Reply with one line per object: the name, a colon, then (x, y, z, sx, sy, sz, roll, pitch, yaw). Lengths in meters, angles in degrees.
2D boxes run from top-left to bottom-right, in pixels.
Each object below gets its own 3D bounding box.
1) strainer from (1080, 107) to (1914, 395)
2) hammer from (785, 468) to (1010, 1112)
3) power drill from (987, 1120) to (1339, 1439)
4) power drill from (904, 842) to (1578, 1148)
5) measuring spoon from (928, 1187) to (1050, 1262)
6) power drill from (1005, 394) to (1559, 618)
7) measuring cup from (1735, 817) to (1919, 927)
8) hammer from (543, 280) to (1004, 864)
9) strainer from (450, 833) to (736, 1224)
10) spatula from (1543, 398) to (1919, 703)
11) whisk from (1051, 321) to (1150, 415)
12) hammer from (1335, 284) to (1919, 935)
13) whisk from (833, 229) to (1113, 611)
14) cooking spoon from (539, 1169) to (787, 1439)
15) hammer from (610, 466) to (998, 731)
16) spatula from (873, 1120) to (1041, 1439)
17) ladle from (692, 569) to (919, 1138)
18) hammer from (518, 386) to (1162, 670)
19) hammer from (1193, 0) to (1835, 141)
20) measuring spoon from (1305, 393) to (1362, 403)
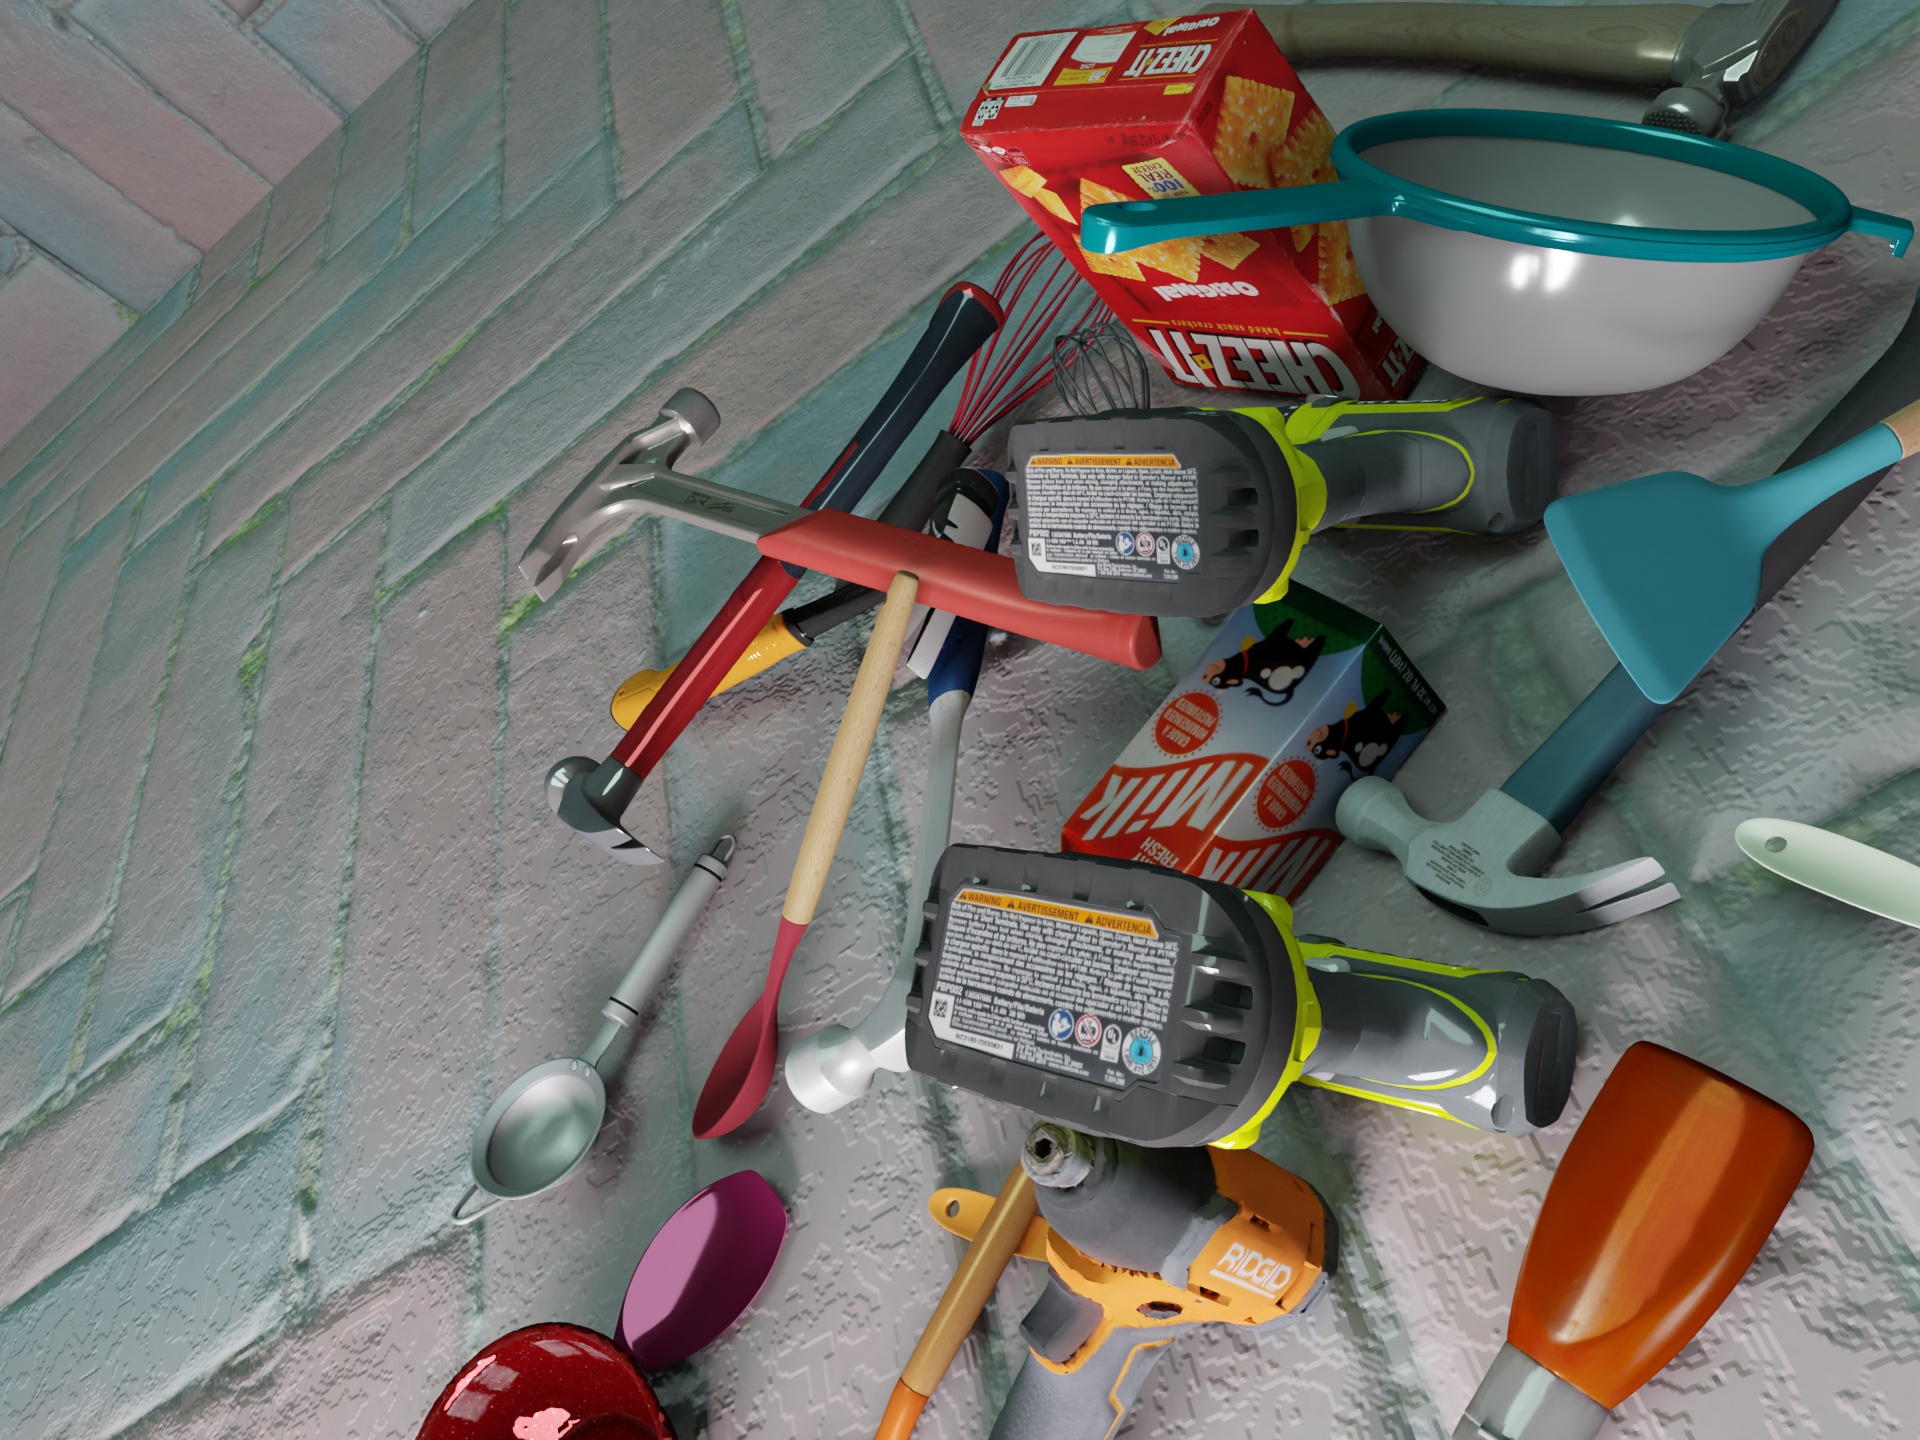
strainer: (0.203, -0.187, 0.676, 0.340, 0.095, 0.211, -11, 36, -20)
hammer: (-0.001, -0.003, 0.799, 0.144, 0.035, 0.406, -36, 30, 32)
power drill: (0.024, 0.236, 0.562, 0.226, 0.164, 0.084, -53, 43, -1)
power drill: (0.092, 0.099, 0.558, 0.171, 0.223, 0.080, 5, 82, 42)
measuring spoon: (0.028, 0.222, 0.687, 0.117, 0.011, 0.021, 2, 65, 46)
power drill: (0.128, -0.106, 0.708, 0.191, 0.228, 0.080, 10, 109, 45)
measuring cup: (0.330, 0.073, 0.508, 0.083, 0.038, 0.168, -54, 39, -4)
hammer: (-0.090, -0.090, 0.888, 0.386, 0.038, 0.143, -54, 27, -9)
strainer: (-0.195, 0.173, 0.898, 0.087, 0.050, 0.258, 13, 64, 40)
spatula: (0.365, -0.114, 0.573, 0.317, 0.044, 0.082, -29, 85, 5)
whisk: (0.099, -0.142, 0.873, 0.055, 0.055, 0.239, -33, 48, 19)
hammer: (0.300, -0.050, 0.630, 0.331, 0.033, 0.128, -49, 40, 1)
whisk: (0.009, -0.189, 0.980, 0.296, 0.073, 0.073, -56, 40, 2)
cooking spoon: (-0.194, 0.351, 0.779, 0.319, 0.017, 0.069, -49, 50, 0)
hammer: (-0.113, -0.042, 0.941, 0.337, 0.034, 0.127, -20, 39, 45)
spatula: (-0.012, 0.254, 0.663, 0.081, 0.041, 0.322, 23, 81, 49)
ladle: (-0.074, 0.073, 0.782, 0.069, 0.031, 0.315, -112, 39, -68)
hammer: (-0.062, -0.081, 0.804, 0.359, 0.036, 0.149, 20, 62, 33)
hammer: (0.283, -0.399, 0.907, 0.146, 0.038, 0.411, -52, 40, -5)
measuring spoon: (0.222, -0.143, 0.777, 0.124, 0.034, 0.018, 19, 97, 43)
